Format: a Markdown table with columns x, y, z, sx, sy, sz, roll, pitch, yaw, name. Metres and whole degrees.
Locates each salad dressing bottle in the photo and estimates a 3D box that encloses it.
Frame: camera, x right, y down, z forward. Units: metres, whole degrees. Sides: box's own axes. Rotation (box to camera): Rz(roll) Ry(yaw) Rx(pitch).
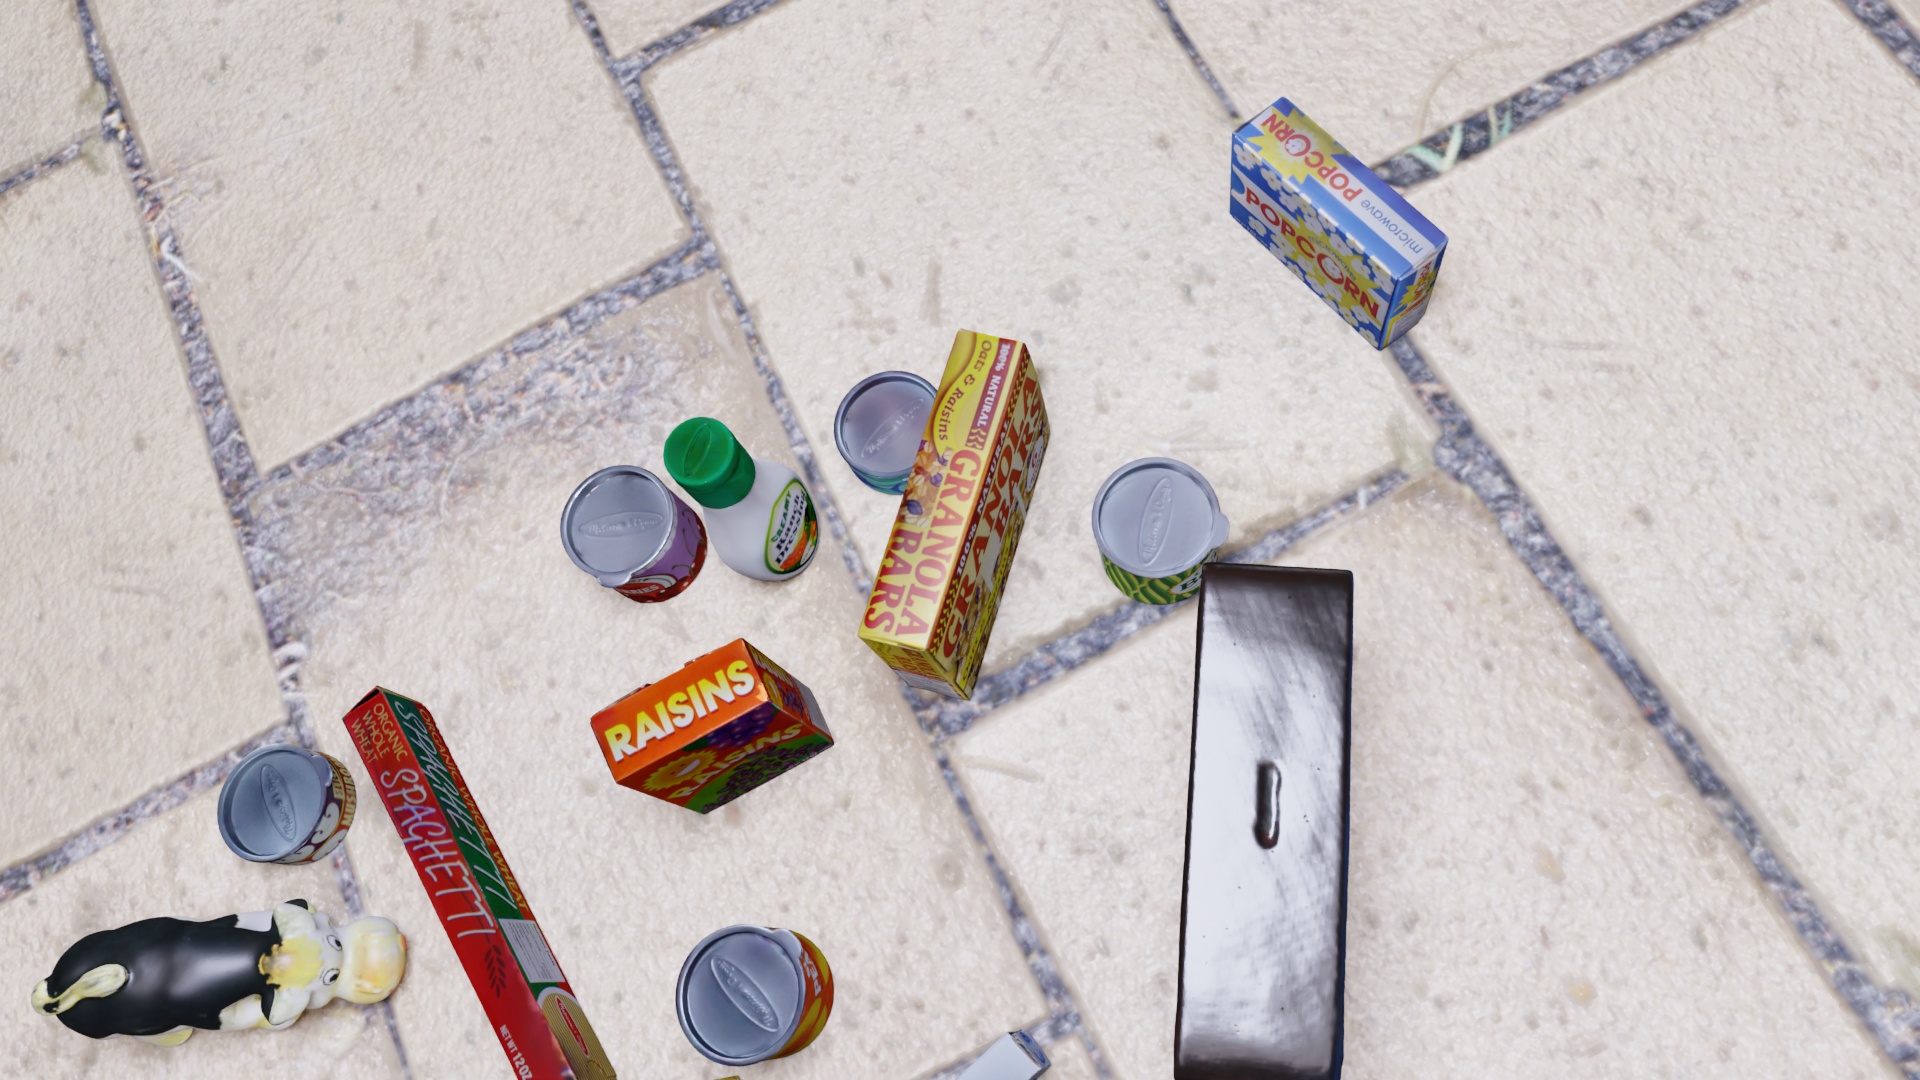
| x | y | z | sx | sy | sz | roll | pitch | yaw | name |
| --- | --- | --- | --- | --- | --- | --- | --- | --- | --- |
| -0.115 | -0.021 | 0.739 | 0.044 | 0.147 | 0.064 | 16 | 76 | 15 | salad dressing bottle |

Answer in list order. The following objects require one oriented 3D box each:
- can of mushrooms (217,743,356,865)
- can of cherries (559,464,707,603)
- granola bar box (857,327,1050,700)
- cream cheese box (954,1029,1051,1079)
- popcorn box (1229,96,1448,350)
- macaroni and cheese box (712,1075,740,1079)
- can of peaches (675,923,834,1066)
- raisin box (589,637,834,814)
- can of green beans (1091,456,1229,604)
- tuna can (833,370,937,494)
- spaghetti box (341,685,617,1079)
| x | y | z | sx | sy | sz | roll | pitch | yaw | name |
| --- | --- | --- | --- | --- | --- | --- | --- | --- | --- |
| -0.380 | 0.150 | 0.791 | 0.071 | 0.033 | 0.071 | -3 | 72 | 9 | can of mushrooms |
| -0.185 | 0.000 | 0.792 | 0.071 | 0.058 | 0.071 | -3 | 72 | 9 | can of cherries |
| 0.003 | -0.009 | 0.727 | 0.039 | 0.124 | 0.166 | 14 | 75 | 14 | granola bar box |
| -0.003 | 0.280 | 0.670 | 0.104 | 0.053 | 0.024 | -42 | 70 | -5 | cream cheese box |
| 0.205 | -0.173 | 0.766 | 0.038 | 0.085 | 0.127 | -40 | 70 | -4 | popcorn box |
| -0.170 | 0.298 | 0.633 | 0.124 | 0.166 | 0.040 | -33 | 70 | -1 | macaroni and cheese box |
| -0.101 | 0.227 | 0.702 | 0.071 | 0.058 | 0.071 | -3 | 72 | 9 | can of peaches |
| -0.123 | 0.098 | 0.714 | 0.086 | 0.123 | 0.040 | -28 | 70 | 1 | raisin box |
| 0.105 | -0.004 | 0.742 | 0.071 | 0.057 | 0.071 | -3 | 72 | 9 | can of green beans |
| -0.035 | -0.060 | 0.799 | 0.071 | 0.032 | 0.071 | -3 | 72 | 9 | tuna can |
| -0.261 | 0.189 | 0.748 | 0.029 | 0.050 | 0.250 | -35 | 70 | -2 | spaghetti box |
